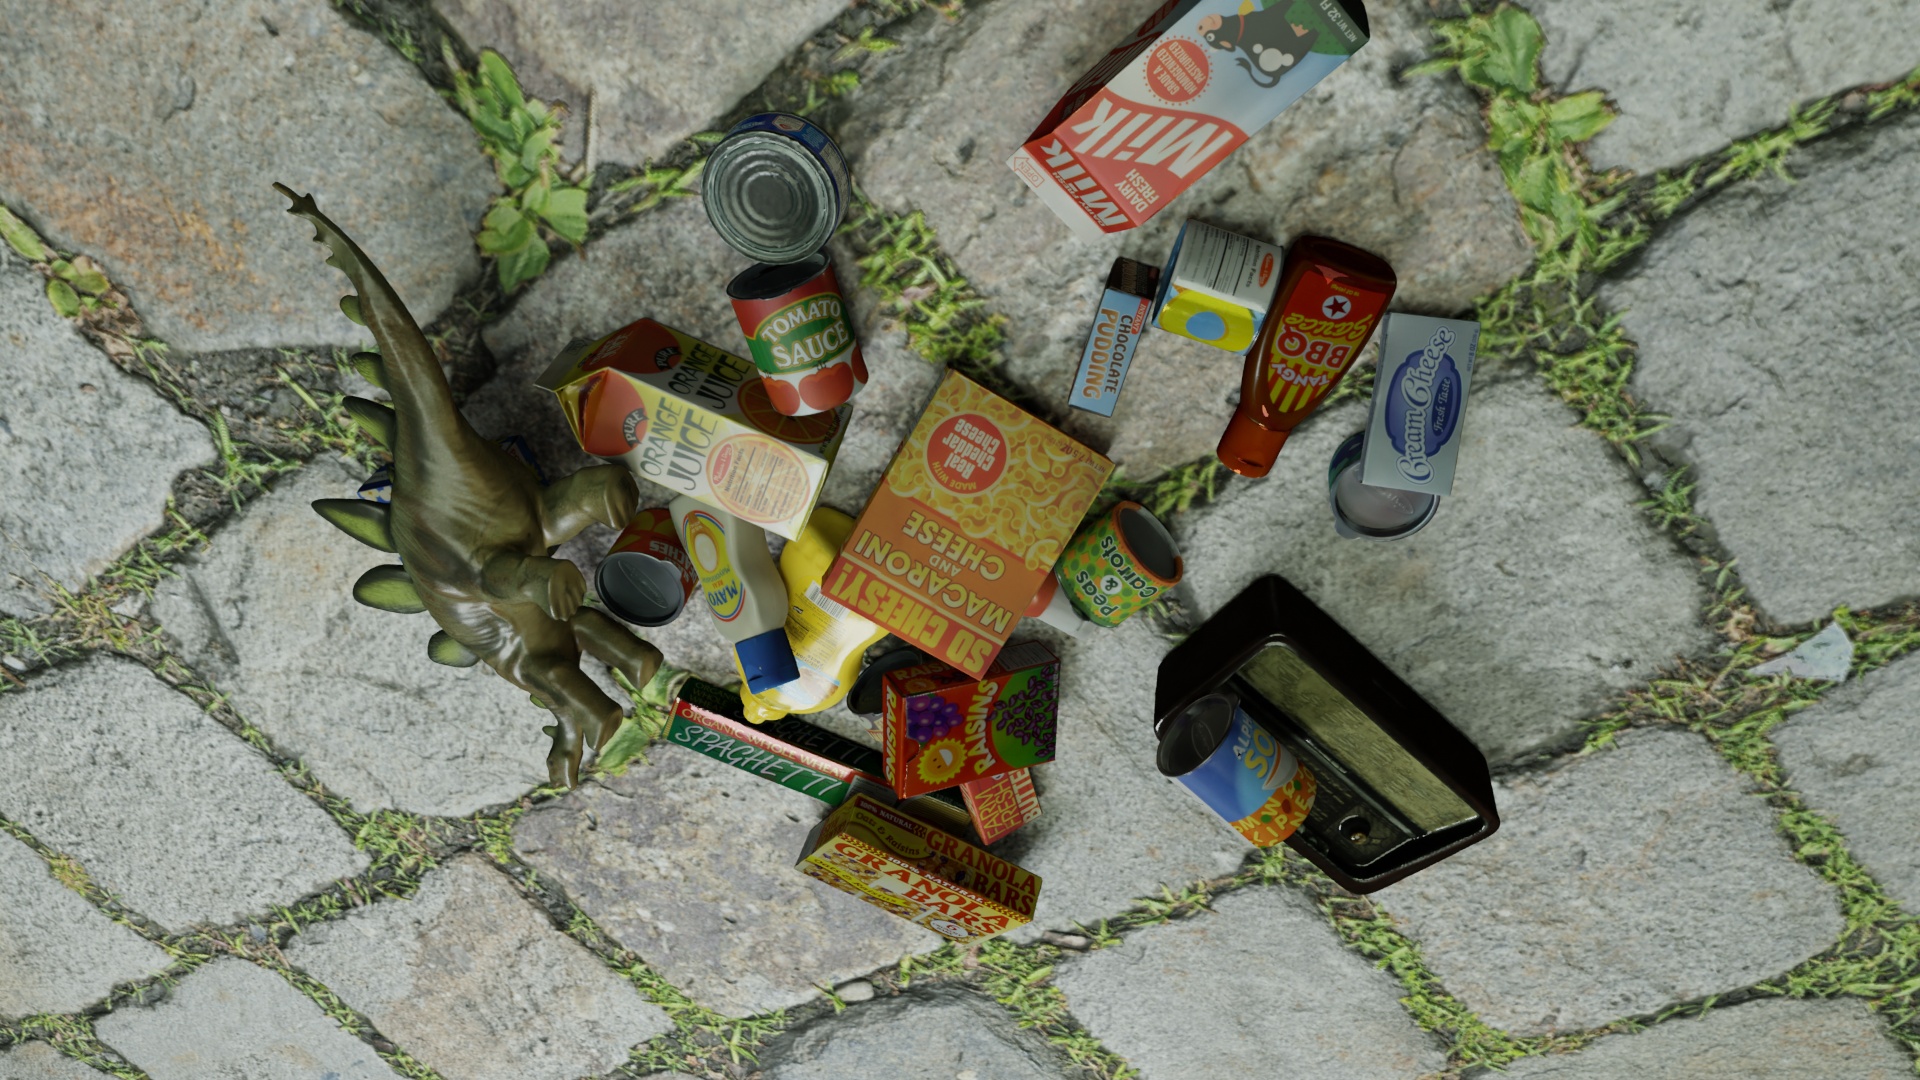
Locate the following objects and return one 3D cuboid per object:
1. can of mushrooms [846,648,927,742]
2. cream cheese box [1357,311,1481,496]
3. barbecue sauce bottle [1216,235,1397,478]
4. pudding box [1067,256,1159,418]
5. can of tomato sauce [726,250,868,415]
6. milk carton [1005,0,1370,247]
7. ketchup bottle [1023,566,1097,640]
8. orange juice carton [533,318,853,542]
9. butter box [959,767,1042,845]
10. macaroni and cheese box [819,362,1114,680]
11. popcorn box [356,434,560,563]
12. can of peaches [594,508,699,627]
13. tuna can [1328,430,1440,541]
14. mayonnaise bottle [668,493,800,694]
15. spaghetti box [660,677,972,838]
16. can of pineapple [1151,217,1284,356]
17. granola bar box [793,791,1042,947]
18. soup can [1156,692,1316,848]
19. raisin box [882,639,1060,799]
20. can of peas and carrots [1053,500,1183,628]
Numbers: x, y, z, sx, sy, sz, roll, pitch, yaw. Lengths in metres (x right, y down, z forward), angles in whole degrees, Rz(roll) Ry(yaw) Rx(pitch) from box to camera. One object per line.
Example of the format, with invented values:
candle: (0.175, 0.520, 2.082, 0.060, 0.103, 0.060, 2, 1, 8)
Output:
can of mushrooms: (-0.048, 0.115, 1.016, 0.071, 0.071, 0.033, -22, 119, 24)
cream cheese box: (0.270, -0.081, 0.820, 0.053, 0.024, 0.103, 8, 100, 8)
barbecue sauce bottle: (0.199, -0.105, 0.829, 0.065, 0.044, 0.147, 16, 126, -7)
pudding box: (0.092, -0.122, 0.837, 0.030, 0.050, 0.083, 18, 125, 1)
can of tomato sauce: (-0.099, -0.128, 0.861, 0.071, 0.071, 0.082, -8, 123, 17)
milk carton: (0.115, -0.238, 0.738, 0.072, 0.074, 0.190, 43, 122, -18)
ketchup bottle: (0.028, 0.020, 0.951, 0.149, 0.044, 0.064, 28, 118, -8)
orange juice carton: (-0.176, -0.080, 0.908, 0.193, 0.072, 0.072, 23, 126, -5)
butter box: (0.025, 0.180, 1.059, 0.053, 0.024, 0.103, -26, 122, -15)
macaroni and cheese box: (0.003, -0.011, 0.898, 0.124, 0.040, 0.166, 30, 99, -9)
popcorn box: (-0.359, -0.022, 1.008, 0.126, 0.038, 0.085, -10, 121, 18)
can of peaches: (-0.218, 0.018, 0.993, 0.071, 0.058, 0.071, 6, 124, 8)
tuna can: (0.263, -0.033, 0.871, 0.071, 0.033, 0.070, 6, 125, 8)
mayonnaise bottle: (-0.151, 0.031, 0.956, 0.064, 0.041, 0.148, -23, 85, 39)
spaghetti box: (-0.111, 0.177, 1.098, 0.250, 0.029, 0.050, 23, 126, -4)
can of pineapple: (0.147, -0.145, 0.800, 0.058, 0.071, 0.070, 18, 126, 0)
granola bar box: (-0.035, 0.265, 1.107, 0.165, 0.039, 0.123, 27, 147, -11)
soup can: (0.182, 0.149, 0.904, 0.083, 0.072, 0.071, 41, 122, -16)
raisin box: (0.008, 0.126, 0.985, 0.124, 0.040, 0.085, -10, 117, -23)
can of peas and carrots: (0.104, 0.017, 0.916, 0.071, 0.071, 0.058, 41, 122, -16)
